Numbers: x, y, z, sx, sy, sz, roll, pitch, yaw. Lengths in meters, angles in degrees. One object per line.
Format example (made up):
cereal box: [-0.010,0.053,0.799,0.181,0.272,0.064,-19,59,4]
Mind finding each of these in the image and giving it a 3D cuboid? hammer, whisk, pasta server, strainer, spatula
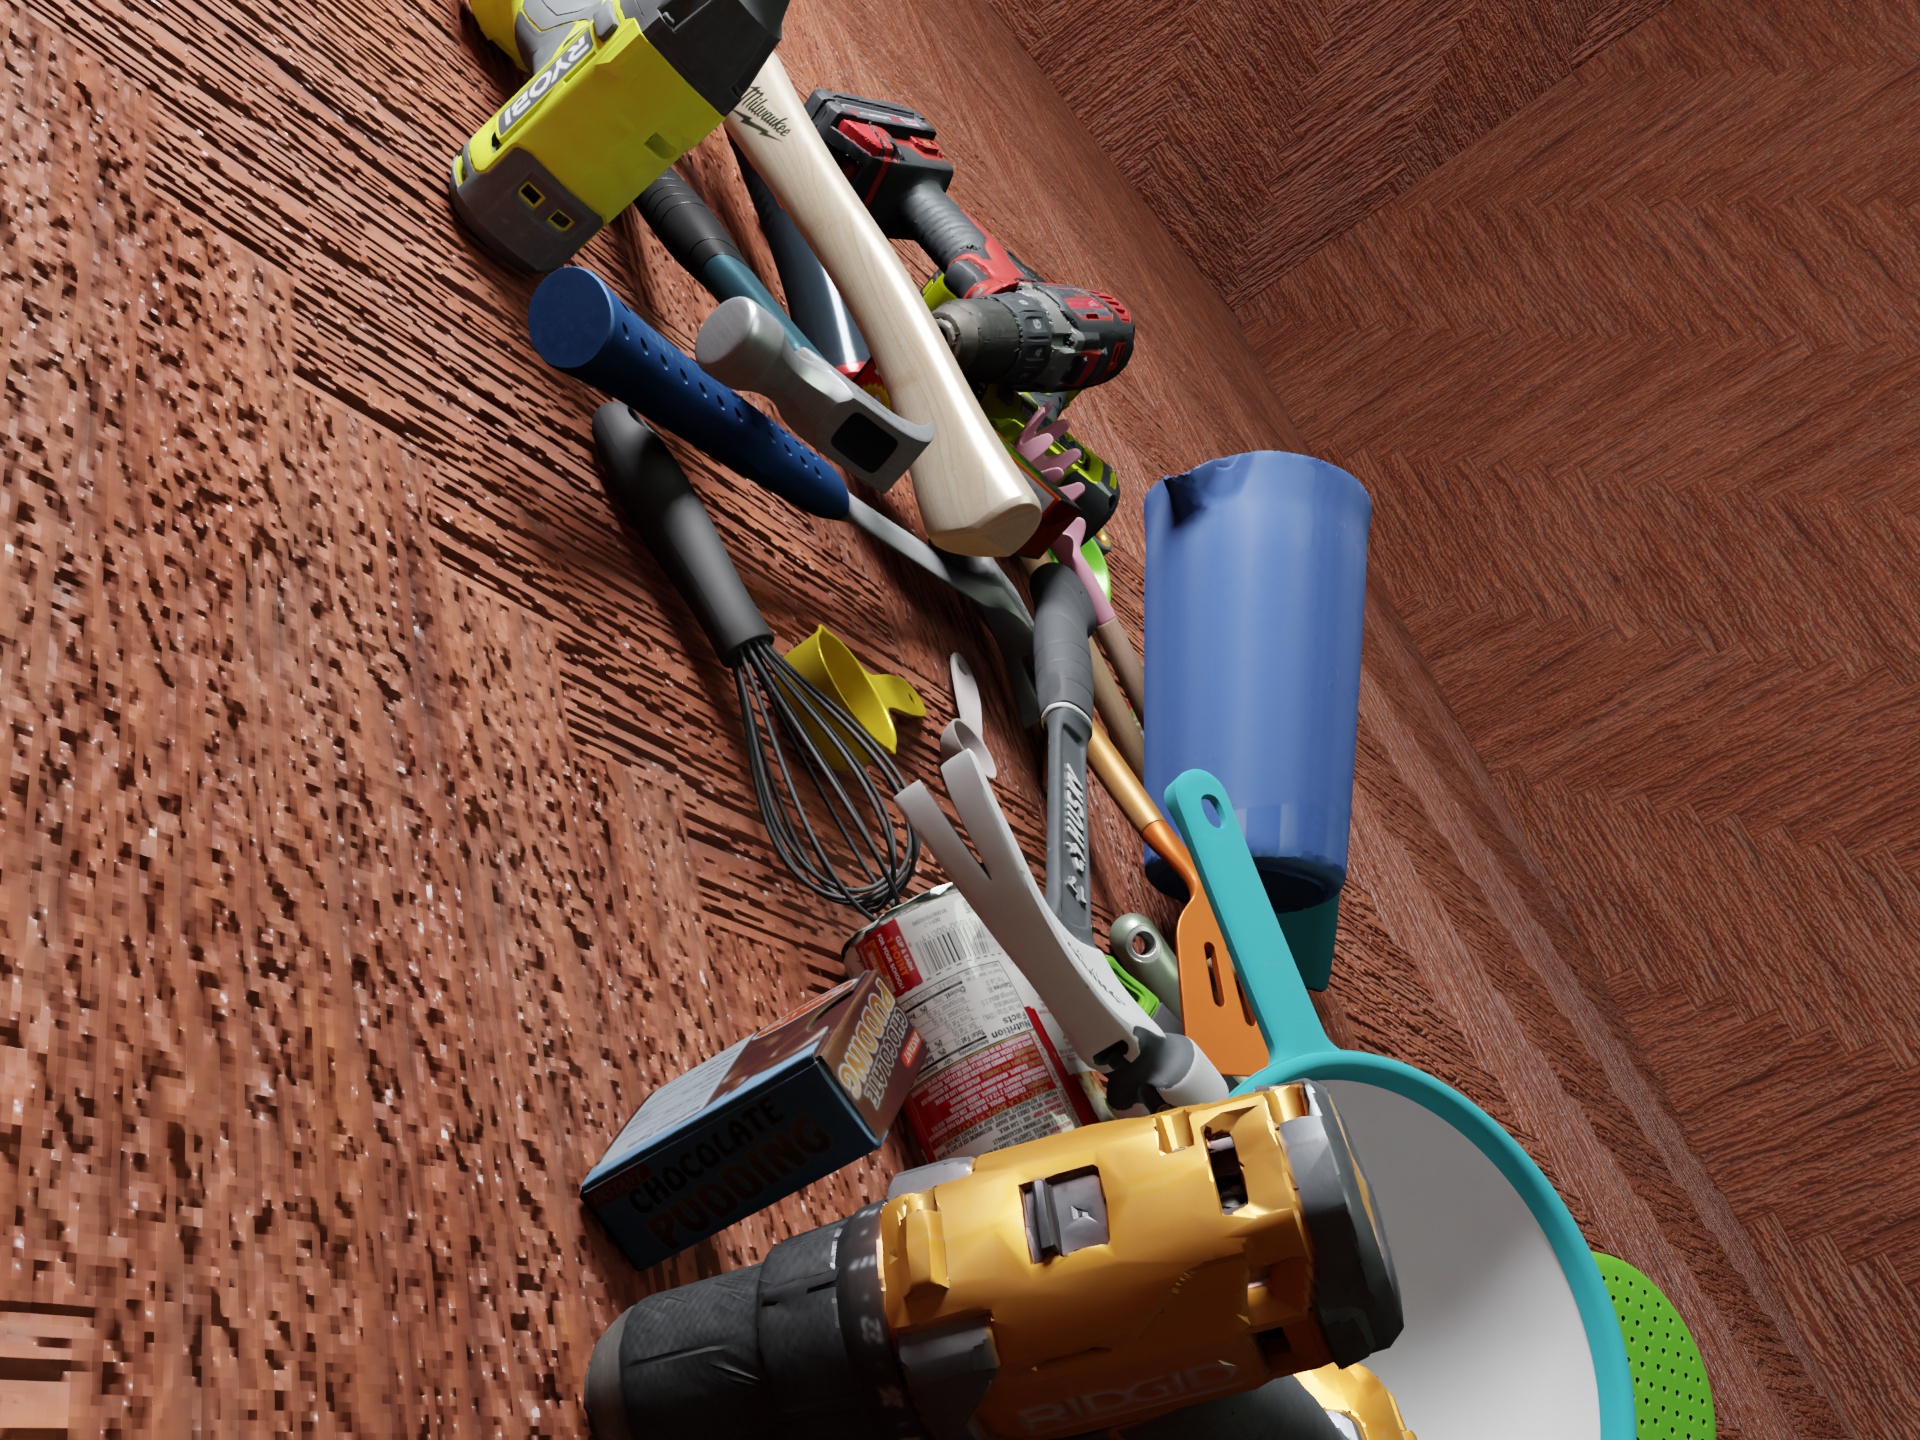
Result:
hammer: [-0.105,-0.198,0.691,0.128,0.033,0.331,32,16,-44]
hammer: [-0.109,-0.355,0.912,0.038,0.143,0.387,11,53,-57]
whisk: [0.150,0.202,0.801,0.246,0.058,0.059,56,-14,5]
pasta server: [0.105,-0.039,0.956,0.316,0.040,0.060,62,22,-11]
hammer: [-0.051,-0.244,0.784,0.038,0.146,0.411,25,32,-53]
whisk: [-0.083,-0.027,0.604,0.239,0.055,0.055,58,20,16]
strainer: [0.129,0.188,0.640,0.211,0.095,0.341,-1,60,-32]
hammer: [-0.051,-0.096,0.730,0.144,0.035,0.405,63,16,22]
spatula: [0.178,0.132,0.914,0.317,0.044,0.082,6,91,-71]
hammer: [0.042,0.006,0.683,0.149,0.036,0.409,52,16,-17]
spatula: [0.085,0.049,0.821,0.081,0.041,0.323,4,34,-29]

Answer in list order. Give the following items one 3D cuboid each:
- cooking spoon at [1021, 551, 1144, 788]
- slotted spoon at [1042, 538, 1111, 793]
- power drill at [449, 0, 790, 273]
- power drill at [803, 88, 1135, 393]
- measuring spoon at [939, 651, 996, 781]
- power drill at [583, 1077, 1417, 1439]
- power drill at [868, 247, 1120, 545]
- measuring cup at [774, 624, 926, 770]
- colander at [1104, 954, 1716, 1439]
cooking spoon: [0.104,0.021,0.944,0.319,0.017,0.069,63,16,-7]
slotted spoon: [0.065,-0.041,0.984,0.070,0.031,0.314,49,23,-20]
power drill: [-0.148,-0.312,0.695,0.080,0.171,0.223,37,25,-42]
power drill: [-0.016,-0.275,0.944,0.227,0.080,0.188,45,32,16]
measuring spoon: [-0.001,-0.003,0.799,0.034,0.018,0.124,48,15,-22]
power drill: [0.028,0.187,0.411,0.084,0.185,0.226,-99,168,-48]
power drill: [0.019,-0.232,1.065,0.190,0.080,0.229,35,32,-20]
measuring cup: [-0.043,-0.005,0.698,0.062,0.029,0.156,60,9,7]
colander: [0.212,0.246,0.717,0.397,0.094,0.204,47,48,-2]
